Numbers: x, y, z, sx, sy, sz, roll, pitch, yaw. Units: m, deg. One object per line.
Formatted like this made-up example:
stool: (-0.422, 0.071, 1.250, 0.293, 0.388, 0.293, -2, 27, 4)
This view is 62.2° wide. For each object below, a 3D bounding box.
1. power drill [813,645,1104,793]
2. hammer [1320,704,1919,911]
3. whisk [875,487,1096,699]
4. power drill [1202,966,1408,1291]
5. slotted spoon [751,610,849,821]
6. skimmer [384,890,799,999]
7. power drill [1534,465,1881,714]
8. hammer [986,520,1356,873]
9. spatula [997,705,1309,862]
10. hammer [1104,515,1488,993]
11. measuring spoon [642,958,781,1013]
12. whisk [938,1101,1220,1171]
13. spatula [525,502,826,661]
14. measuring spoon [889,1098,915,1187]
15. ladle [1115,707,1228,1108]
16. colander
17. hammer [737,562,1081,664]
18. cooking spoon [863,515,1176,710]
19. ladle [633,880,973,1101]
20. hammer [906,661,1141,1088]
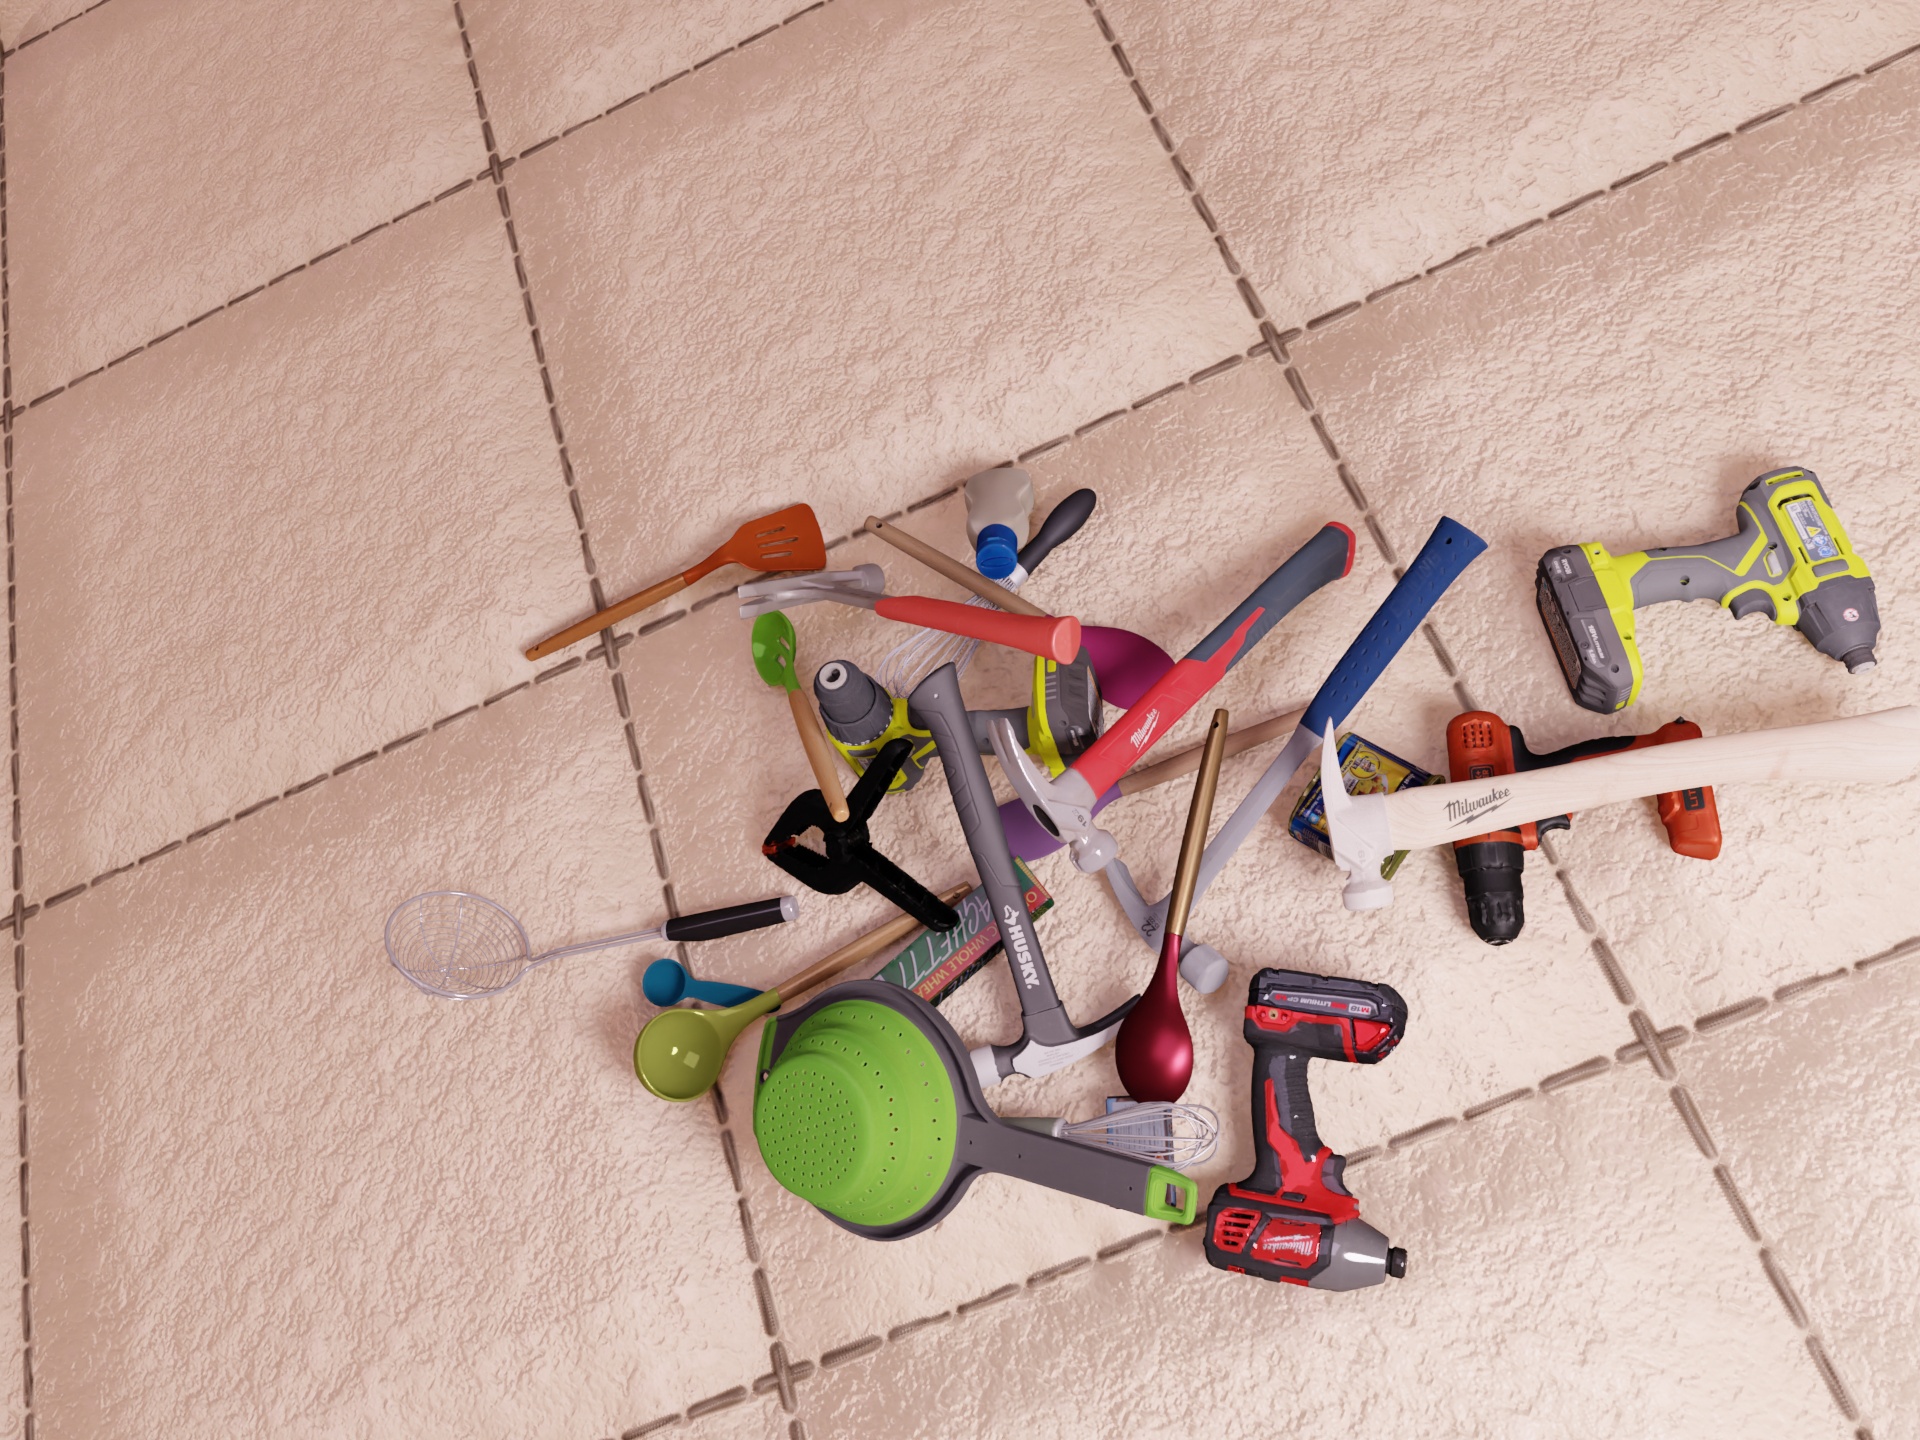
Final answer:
power drill: (-0.002, -0.004, 1.330, 0.228, 0.190, 0.080, -5, 65, 12)
hammer: (0.471, 0.033, 1.151, 0.410, 0.038, 0.146, -11, 91, 12)
whisk: (0.026, -0.110, 1.441, 0.070, 0.070, 0.284, 37, 78, 28)
power drill: (0.264, 0.302, 1.168, 0.143, 0.078, 0.220, 5, 72, 21)
slotted spoon: (-0.139, -0.006, 1.397, 0.070, 0.031, 0.314, -68, 27, 26)
skimmer: (-0.327, 0.177, 1.412, 0.363, 0.090, 0.127, -12, 33, 11)
power drill: (0.580, -0.091, 1.235, 0.223, 0.080, 0.171, -15, 63, 8)
hammer: (0.187, -0.054, 1.289, 0.386, 0.143, 0.038, -42, 15, -23)
spatula: (0.160, 0.050, 1.345, 0.316, 0.018, 0.060, -23, 63, 9)
hammer: (0.264, 0.014, 1.248, 0.405, 0.035, 0.144, -54, 50, 9)
measuring spoon: (-0.216, 0.238, 1.393, 0.128, 0.021, 0.042, 9, 81, 12)
whisk: (0.085, 0.315, 1.213, 0.246, 0.057, 0.059, -8, 31, 33)
spatula: (-0.287, -0.125, 1.572, 0.322, 0.041, 0.081, -24, 62, 12)
measuring spoon: (-0.048, 0.329, 1.298, 0.021, 0.011, 0.117, -13, 67, 13)
ladle: (0.172, 0.141, 1.233, 0.069, 0.031, 0.315, 5, 75, 37)
colander: (-0.021, 0.317, 1.189, 0.397, 0.094, 0.204, 7, 92, 31)
hammer: (-0.037, -0.090, 1.338, 0.359, 0.149, 0.036, 16, 115, 50)
cooking spoon: (0.051, -0.100, 1.402, 0.319, 0.017, 0.069, 30, 77, 10)
ladle: (-0.130, 0.221, 1.343, 0.320, 0.062, 0.078, -29, 94, -1)
hammer: (0.034, 0.116, 1.252, 0.146, 0.035, 0.334, -17, 96, 4)
